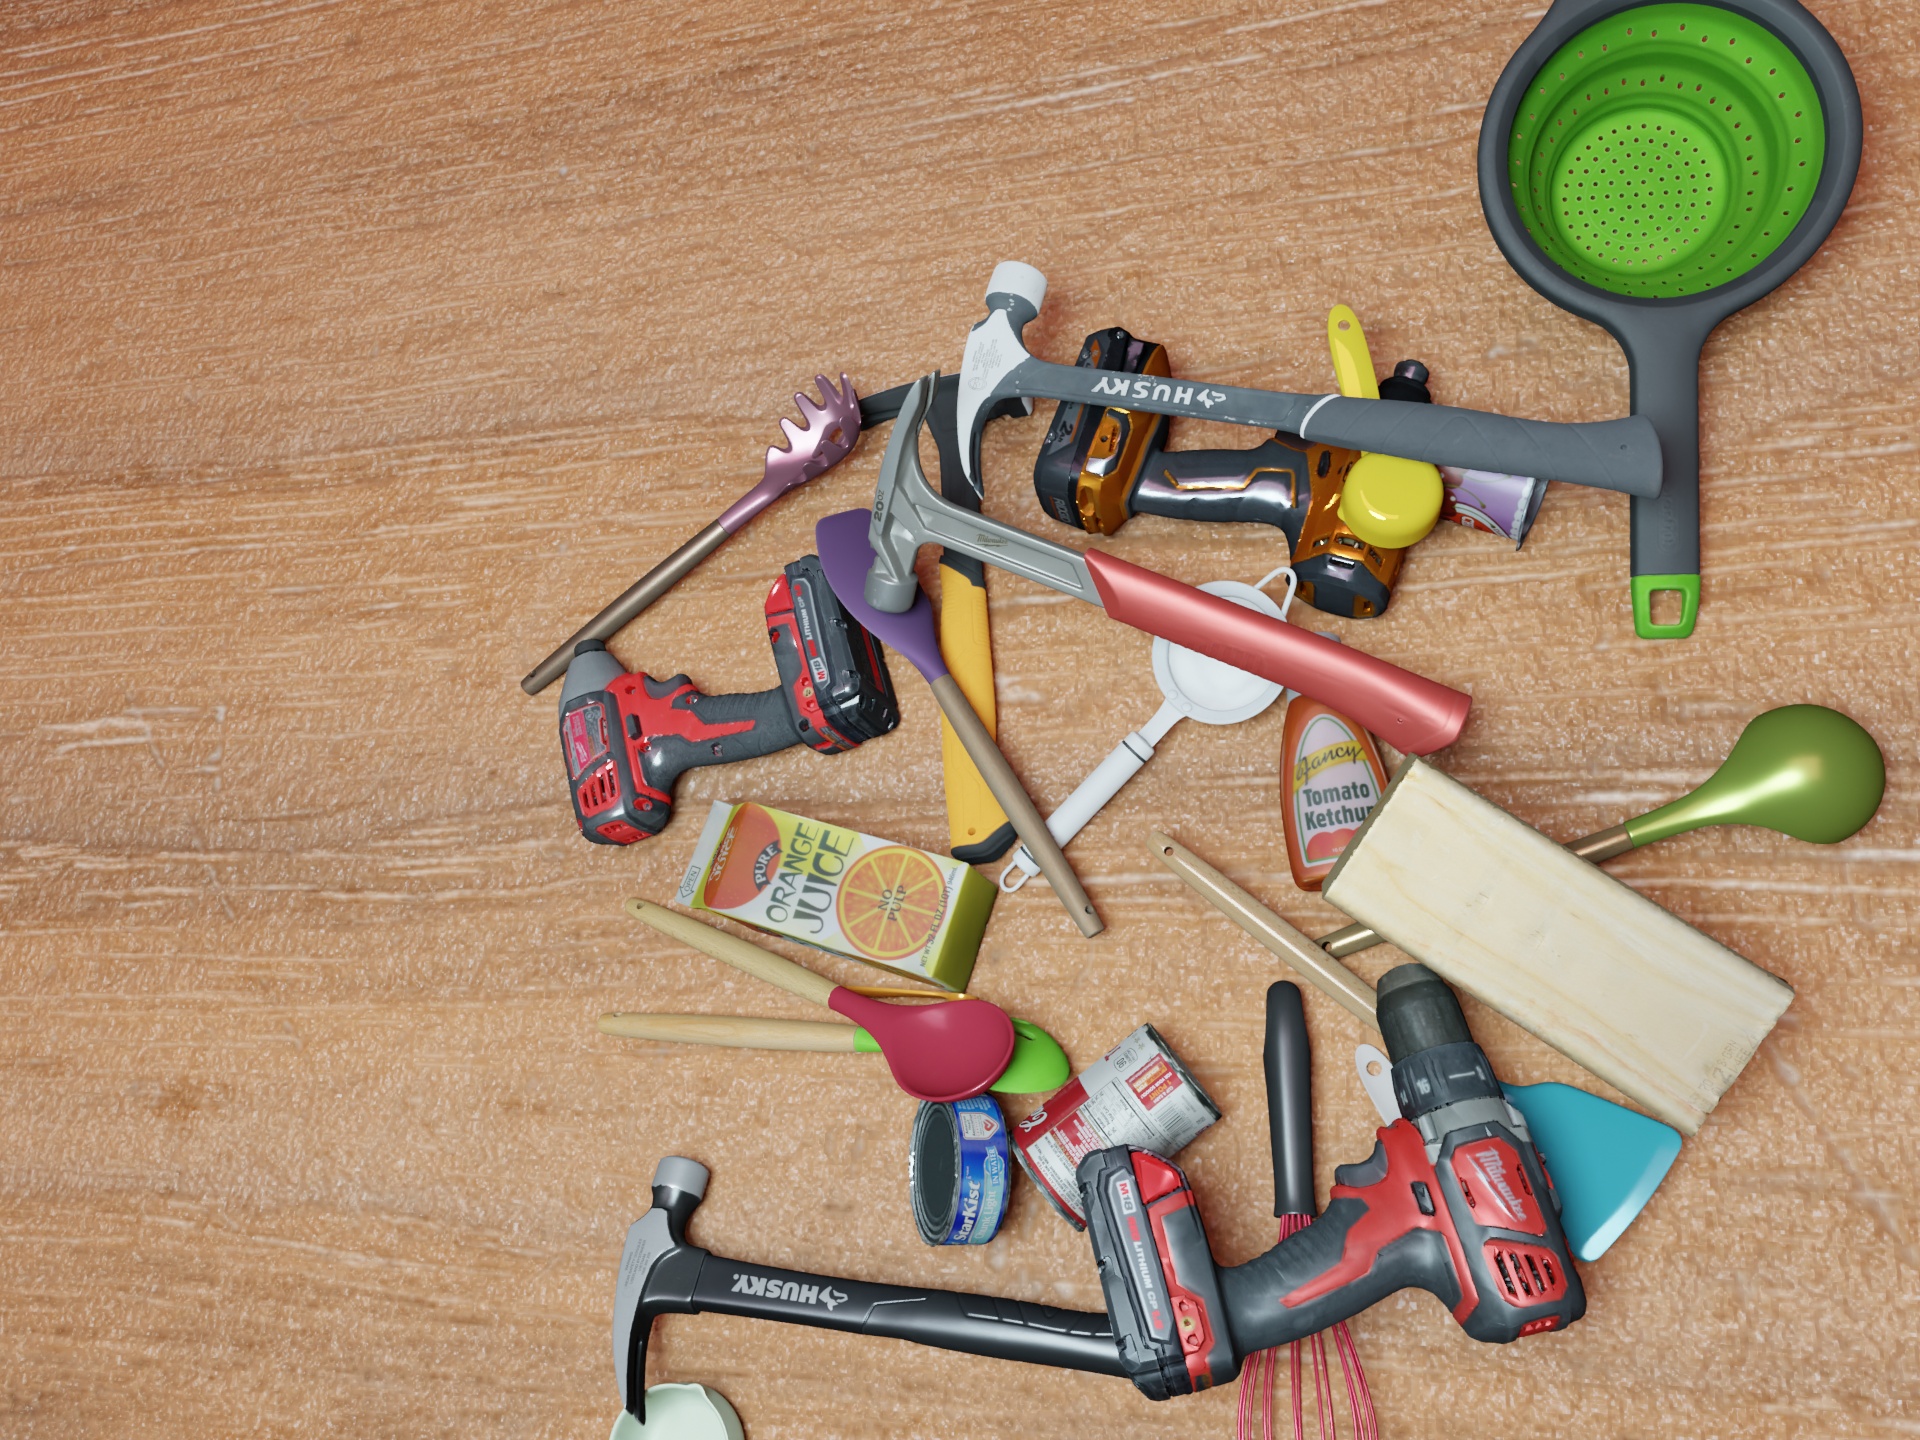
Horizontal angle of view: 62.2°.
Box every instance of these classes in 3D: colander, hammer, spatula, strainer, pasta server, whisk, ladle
[{"bbox_3d":[0.411,-0.245,0.946,0.204,0.094,0.397,0,90,13],"label":"colander"},{"bbox_3d":[-0.036,0.337,0.890,0.335,0.035,0.146,4,52,14],"label":"hammer"},{"bbox_3d":[-0.006,-0.072,1.033,0.127,0.034,0.337,-8,70,13],"label":"hammer"},{"bbox_3d":[-0.002,-0.003,0.974,0.060,0.018,0.316,-21,70,-32],"label":"spatula"},{"bbox_3d":[0.113,0.009,0.963,0.258,0.050,0.087,-47,67,7],"label":"strainer"},{"bbox_3d":[0.185,-0.173,0.909,0.409,0.036,0.149,13,77,22],"label":"hammer"},{"bbox_3d":[0.116,-0.074,0.908,0.359,0.037,0.149,22,121,13],"label":"hammer"},{"bbox_3d":[-0.186,-0.120,1.084,0.316,0.040,0.060,-37,48,11],"label":"pasta server"},{"bbox_3d":[0.179,0.284,0.846,0.073,0.073,0.296,-5,66,15],"label":"whisk"},{"bbox_3d":[0.344,0.076,0.881,0.320,0.062,0.078,-24,69,15],"label":"ladle"},{"bbox_3d":[0.229,0.158,0.870,0.318,0.044,0.082,37,89,18],"label":"spatula"},{"bbox_3d":[-0.095,0.158,0.952,0.316,0.031,0.069,17,53,36],"label":"ladle"}]

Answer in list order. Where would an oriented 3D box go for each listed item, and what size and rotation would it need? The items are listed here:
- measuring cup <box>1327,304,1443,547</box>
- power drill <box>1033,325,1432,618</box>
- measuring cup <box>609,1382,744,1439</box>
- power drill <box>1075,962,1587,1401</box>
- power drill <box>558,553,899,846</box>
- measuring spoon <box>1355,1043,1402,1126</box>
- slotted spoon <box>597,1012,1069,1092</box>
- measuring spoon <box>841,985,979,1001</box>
[{"bbox_3d":[0.239,-0.177,0.923,0.062,0.029,0.157,-12,76,5],"label":"measuring cup"},{"bbox_3d":[0.177,-0.169,0.988,0.226,0.084,0.164,19,78,17],"label":"power drill"},{"bbox_3d":[-0.120,0.434,0.897,0.168,0.038,0.083,20,79,20],"label":"measuring cup"},{"bbox_3d":[0.176,0.231,0.801,0.226,0.080,0.188,-15,59,3],"label":"power drill"},{"bbox_3d":[-0.163,-0.018,1.043,0.219,0.078,0.143,-22,67,12],"label":"power drill"},{"bbox_3d":[0.251,0.232,0.867,0.034,0.018,0.124,-30,59,5],"label":"measuring spoon"},{"bbox_3d":[-0.086,0.192,0.964,0.314,0.070,0.031,-1,107,22],"label":"slotted spoon"},{"bbox_3d":[-0.043,0.169,0.966,0.117,0.021,0.011,-1,71,24],"label":"measuring spoon"}]
